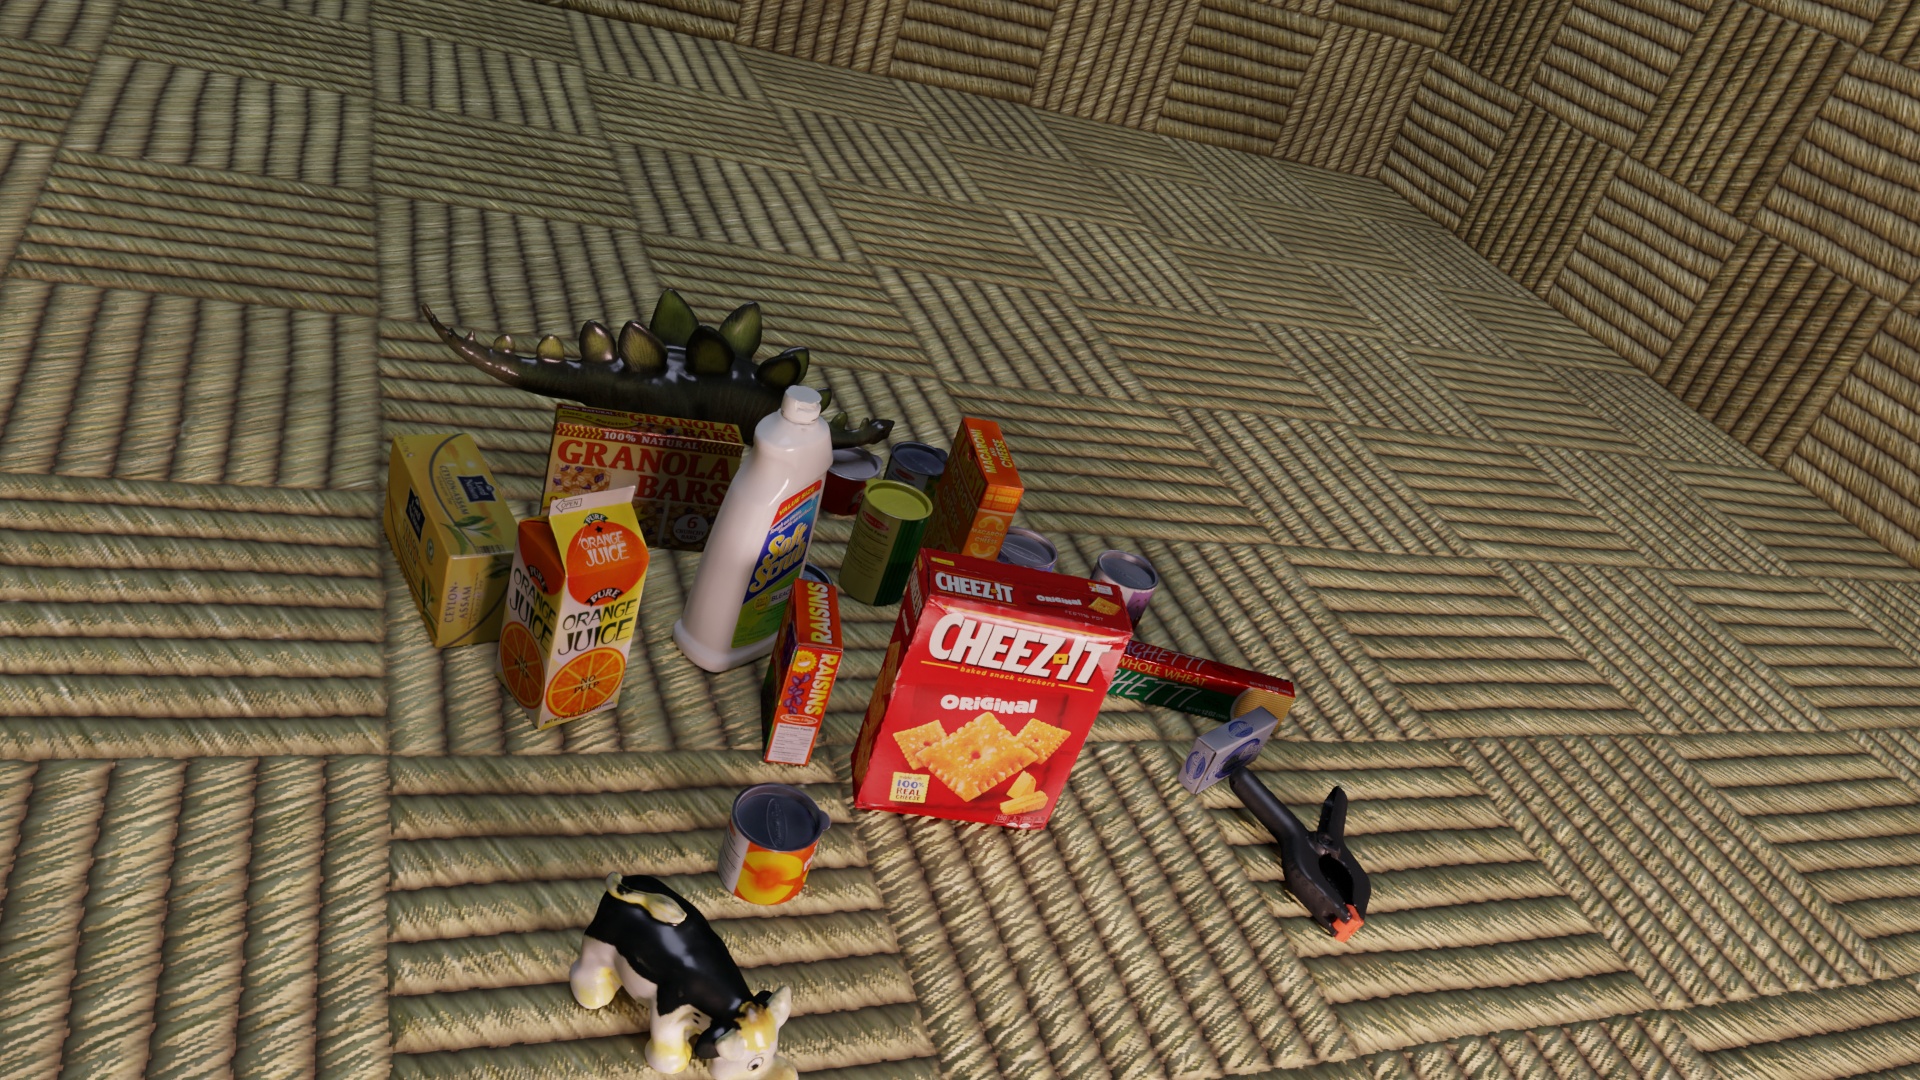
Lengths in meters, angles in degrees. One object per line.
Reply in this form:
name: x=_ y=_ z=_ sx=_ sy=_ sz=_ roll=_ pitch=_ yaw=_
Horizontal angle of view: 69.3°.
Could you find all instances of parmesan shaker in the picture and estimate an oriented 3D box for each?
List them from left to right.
parmesan shaker: x=-0.074 y=0.001 z=1.326 sx=0.071 sy=0.102 sz=0.072 roll=15 pitch=31 yaw=-9

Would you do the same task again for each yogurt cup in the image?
yogurt cup: x=-0.122 y=-0.062 z=1.447 sx=0.072 sy=0.053 sz=0.073 roll=15 pitch=31 yaw=-9

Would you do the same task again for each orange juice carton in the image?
orange juice carton: x=-0.292 y=0.042 z=1.051 sx=0.072 sy=0.191 sz=0.073 roll=-14 pitch=44 yaw=-43

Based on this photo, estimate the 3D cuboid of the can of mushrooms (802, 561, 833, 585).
can of mushrooms: x=-0.154 y=0.047 z=1.275 sx=0.071 sy=0.033 sz=0.071 roll=14 pitch=31 yaw=-9

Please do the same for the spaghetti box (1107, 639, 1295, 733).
spaghetti box: x=0.194 y=0.131 z=1.325 sx=0.250 sy=0.050 sz=0.029 roll=15 pitch=31 yaw=-9

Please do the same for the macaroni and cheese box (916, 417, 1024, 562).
macaroni and cheese box: x=0.005 y=-0.017 z=1.338 sx=0.040 sy=0.165 sz=0.124 roll=8 pitch=32 yaw=-19

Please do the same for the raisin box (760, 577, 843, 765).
raisin box: x=-0.129 y=0.105 z=1.111 sx=0.040 sy=0.122 sz=0.086 roll=11 pitch=32 yaw=-15

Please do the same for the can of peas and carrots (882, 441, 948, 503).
can of peas and carrots: x=-0.048 y=-0.066 z=1.490 sx=0.071 sy=0.058 sz=0.071 roll=15 pitch=31 yaw=-9

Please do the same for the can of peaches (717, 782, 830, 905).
can of peaches: x=-0.134 y=0.218 z=0.994 sx=0.071 sy=0.057 sz=0.071 roll=15 pitch=31 yaw=-9

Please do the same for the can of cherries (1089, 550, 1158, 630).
can of cherries: x=0.164 y=0.052 z=1.425 sx=0.071 sy=0.058 sz=0.072 roll=15 pitch=31 yaw=-9

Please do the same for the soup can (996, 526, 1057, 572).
soup can: x=0.050 y=0.040 z=1.355 sx=0.071 sy=0.083 sz=0.072 roll=15 pitch=31 yaw=-9

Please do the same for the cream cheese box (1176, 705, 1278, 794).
cream cheese box: x=0.242 y=0.189 z=1.257 sx=0.104 sy=0.053 sz=0.024 roll=-15 pitch=45 yaw=-44

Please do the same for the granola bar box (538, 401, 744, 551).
granola bar box: x=-0.294 y=-0.056 z=1.271 sx=0.166 sy=0.123 sz=0.039 roll=6 pitch=33 yaw=-22
